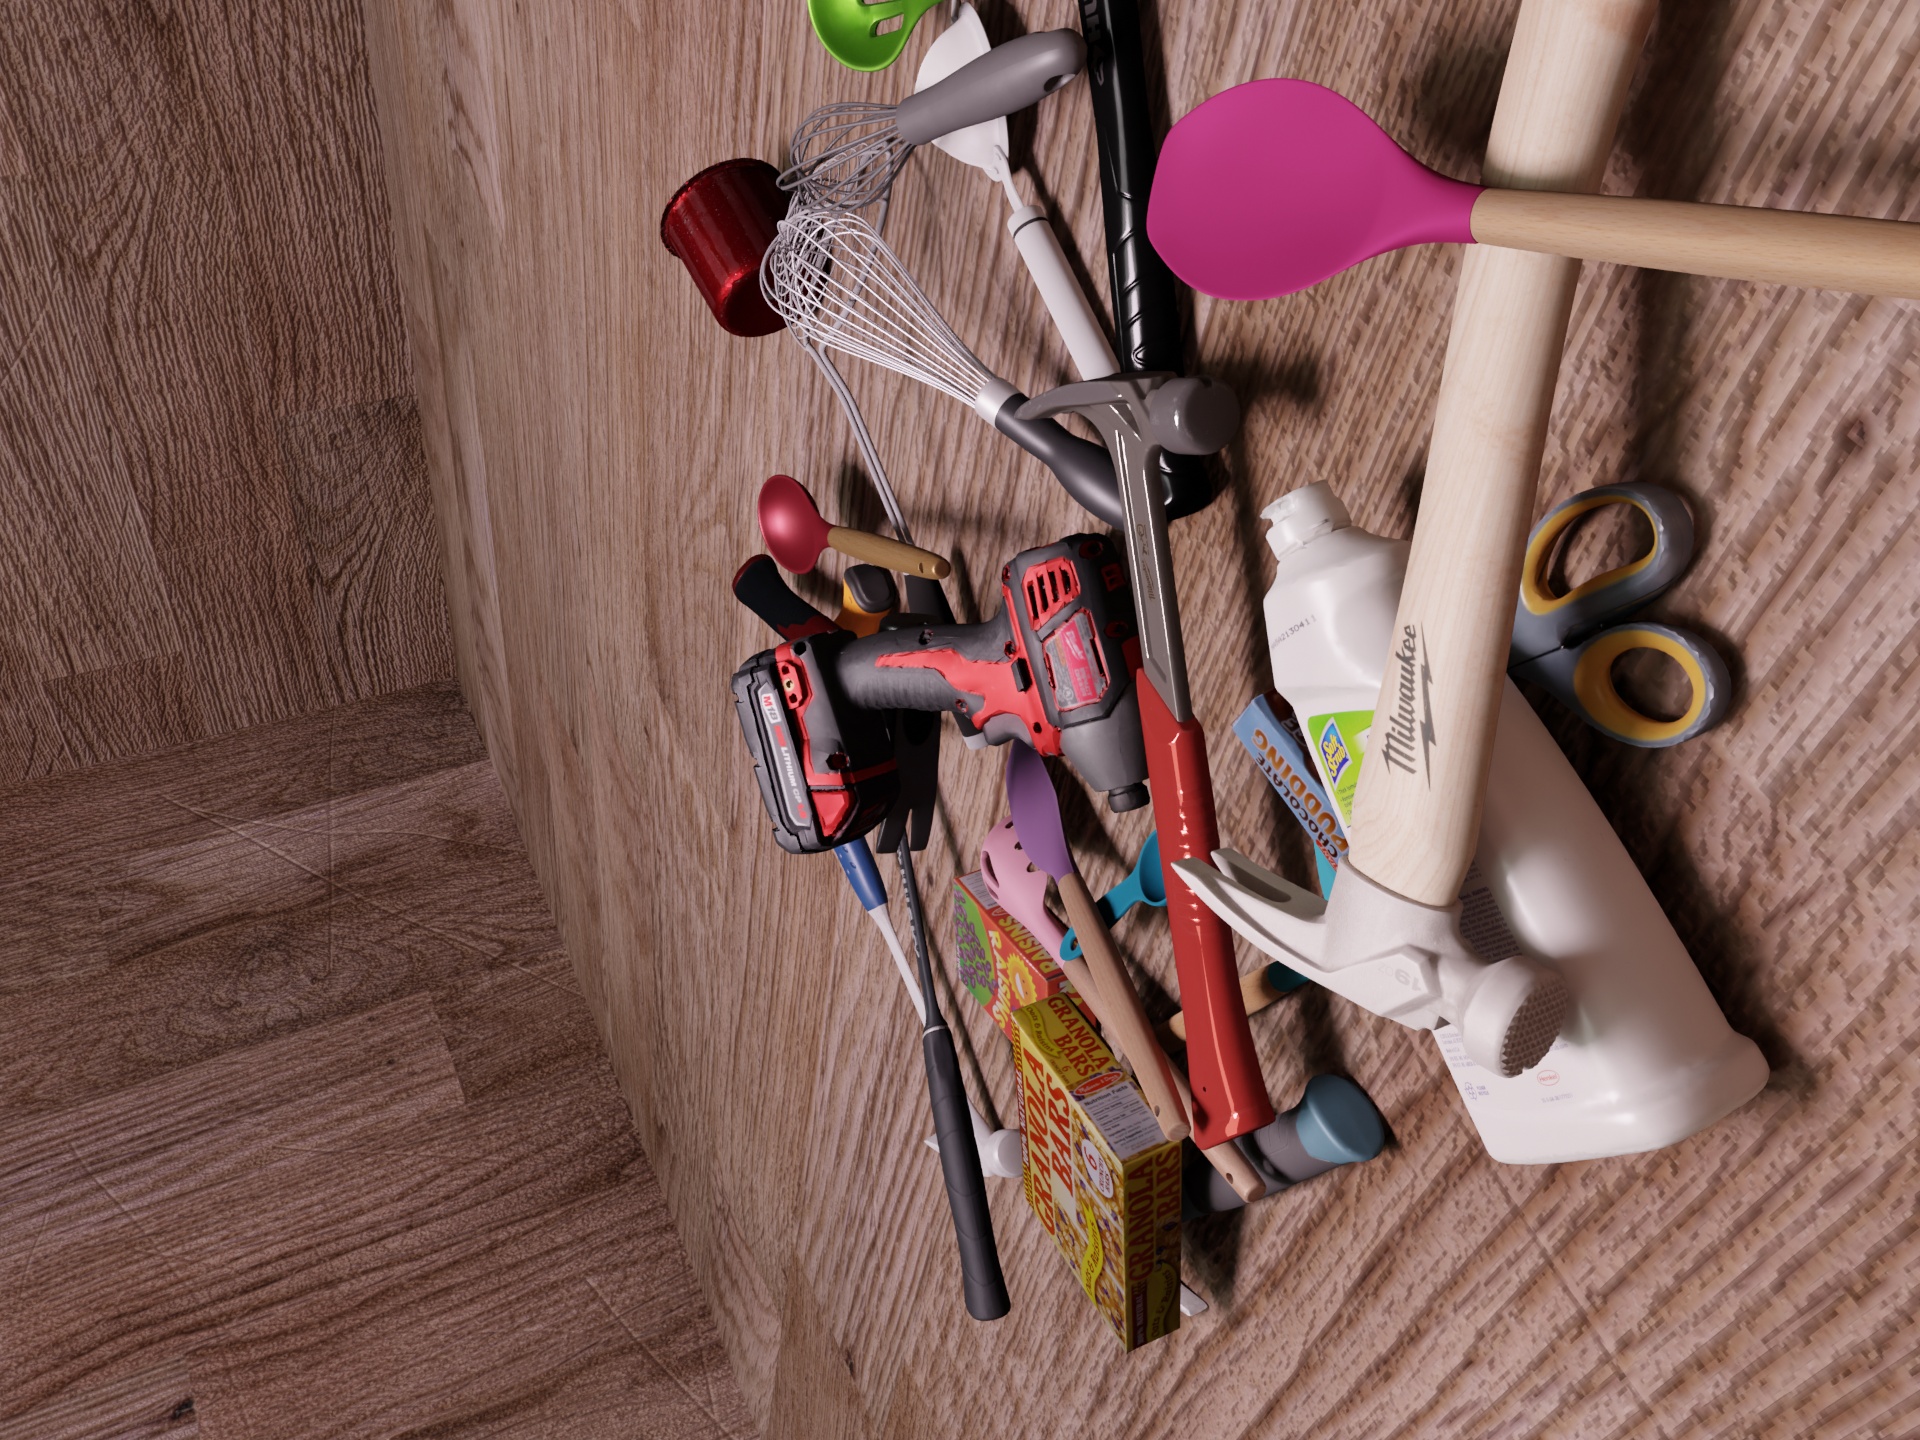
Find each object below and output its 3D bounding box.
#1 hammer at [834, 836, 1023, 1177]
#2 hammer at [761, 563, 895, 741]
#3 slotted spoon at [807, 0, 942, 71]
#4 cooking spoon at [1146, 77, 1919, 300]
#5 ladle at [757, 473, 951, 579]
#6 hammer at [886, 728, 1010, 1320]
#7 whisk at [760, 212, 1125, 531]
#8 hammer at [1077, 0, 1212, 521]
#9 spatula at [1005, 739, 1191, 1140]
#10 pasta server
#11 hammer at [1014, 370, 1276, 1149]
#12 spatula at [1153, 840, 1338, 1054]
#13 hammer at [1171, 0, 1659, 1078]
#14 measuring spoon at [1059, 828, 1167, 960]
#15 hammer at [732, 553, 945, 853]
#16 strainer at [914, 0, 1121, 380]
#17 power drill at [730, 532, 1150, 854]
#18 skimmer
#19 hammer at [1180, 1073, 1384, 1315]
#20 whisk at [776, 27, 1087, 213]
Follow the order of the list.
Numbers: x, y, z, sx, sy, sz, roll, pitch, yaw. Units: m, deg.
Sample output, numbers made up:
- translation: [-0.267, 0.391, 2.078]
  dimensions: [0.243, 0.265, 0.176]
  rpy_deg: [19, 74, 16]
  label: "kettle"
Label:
- translation: [-0.060, 0.152, 1.199]
  dimensions: [0.405, 0.035, 0.144]
  rpy_deg: [66, 157, 4]
  label: "hammer"
- translation: [-0.106, -0.024, 1.236]
  dimensions: [0.127, 0.034, 0.336]
  rpy_deg: [69, 156, 15]
  label: "hammer"
- translation: [0.014, -0.324, 0.695]
  dimensions: [0.314, 0.031, 0.070]
  rpy_deg: [31, 133, 54]
  label: "slotted spoon"
- translation: [0.163, -0.133, 0.428]
  dimensions: [0.319, 0.017, 0.068]
  rpy_deg: [28, 112, 47]
  label: "cooking spoon"
- translation: [-0.069, -0.111, 0.979]
  dimensions: [0.316, 0.031, 0.069]
  rpy_deg: [-152, 50, -65]
  label: "ladle"
- translation: [-0.017, 0.196, 1.081]
  dimensions: [0.149, 0.036, 0.409]
  rpy_deg: [136, 124, -76]
  label: "hammer"
- translation: [-0.001, -0.182, 0.820]
  dimensions: [0.285, 0.070, 0.070]
  rpy_deg: [42, 144, 23]
  label: "whisk"
- translation: [0.070, -0.250, 0.699]
  dimensions: [0.146, 0.035, 0.334]
  rpy_deg: [21, 124, 61]
  label: "hammer"
- translation: [0.066, 0.106, 0.861]
  dimensions: [0.316, 0.018, 0.059]
  rpy_deg: [-113, 31, -55]
  label: "spatula"
- translation: [0.084, 0.151, 0.894]
  dimensions: [0.317, 0.040, 0.060]
  rpy_deg: [-131, 33, -50]
  label: "pasta server"
- translation: [0.095, 0.024, 0.724]
  dimensions: [0.149, 0.036, 0.359]
  rpy_deg: [-160, 58, -65]
  label: "hammer"
- translation: [0.137, 0.134, 0.783]
  dimensions: [0.317, 0.044, 0.082]
  rpy_deg: [124, 130, -62]
  label: "spatula"
- translation: [0.156, -0.101, 0.488]
  dimensions: [0.146, 0.038, 0.410]
  rpy_deg: [27, 118, 45]
  label: "hammer"
- translation: [0.092, 0.100, 0.857]
  dimensions: [0.128, 0.021, 0.042]
  rpy_deg: [-50, 35, 46]
  label: "measuring spoon"
- translation: [-0.094, -0.038, 1.085]
  dimensions: [0.387, 0.038, 0.143]
  rpy_deg: [-143, 54, -63]
  label: "hammer"
- translation: [0.028, -0.252, 0.786]
  dimensions: [0.087, 0.050, 0.258]
  rpy_deg: [103, 143, -76]
  label: "strainer"
- translation: [-0.001, -0.003, 0.844]
  dimensions: [0.219, 0.078, 0.143]
  rpy_deg: [-16, 91, 25]
  label: "power drill"
- translation: [-0.024, -0.162, 0.971]
  dimensions: [0.127, 0.090, 0.363]
  rpy_deg: [14, 128, 68]
  label: "skimmer"
- translation: [0.137, 0.253, 0.872]
  dimensions: [0.128, 0.033, 0.331]
  rpy_deg: [66, 156, 19]
  label: "hammer"
- translation: [-0.018, -0.284, 0.755]
  dimensions: [0.239, 0.055, 0.055]
  rpy_deg: [5, 109, 55]
  label: "whisk"
